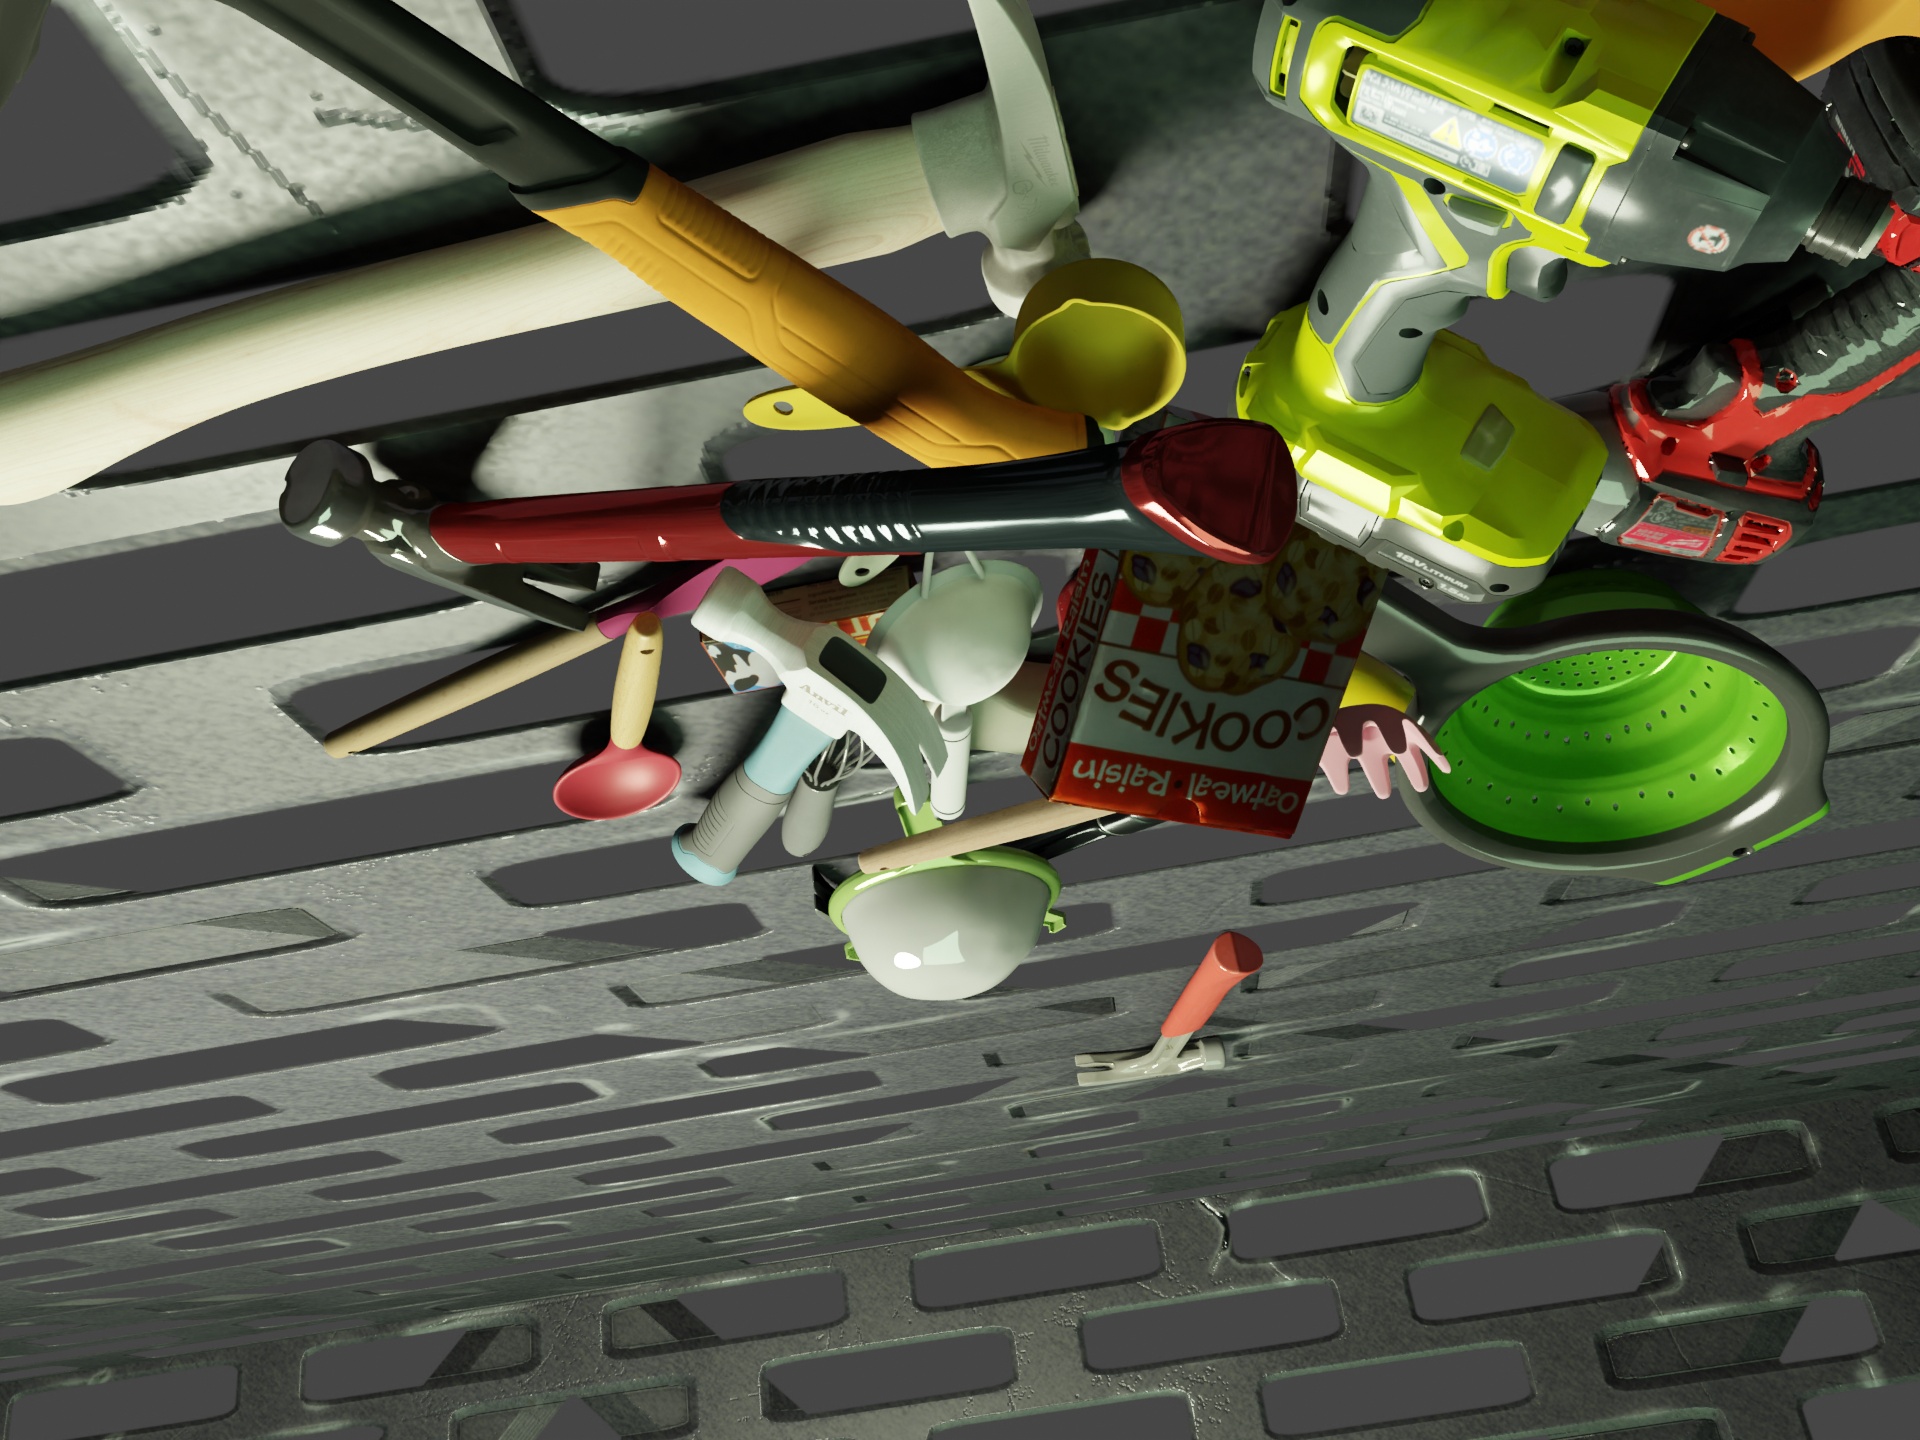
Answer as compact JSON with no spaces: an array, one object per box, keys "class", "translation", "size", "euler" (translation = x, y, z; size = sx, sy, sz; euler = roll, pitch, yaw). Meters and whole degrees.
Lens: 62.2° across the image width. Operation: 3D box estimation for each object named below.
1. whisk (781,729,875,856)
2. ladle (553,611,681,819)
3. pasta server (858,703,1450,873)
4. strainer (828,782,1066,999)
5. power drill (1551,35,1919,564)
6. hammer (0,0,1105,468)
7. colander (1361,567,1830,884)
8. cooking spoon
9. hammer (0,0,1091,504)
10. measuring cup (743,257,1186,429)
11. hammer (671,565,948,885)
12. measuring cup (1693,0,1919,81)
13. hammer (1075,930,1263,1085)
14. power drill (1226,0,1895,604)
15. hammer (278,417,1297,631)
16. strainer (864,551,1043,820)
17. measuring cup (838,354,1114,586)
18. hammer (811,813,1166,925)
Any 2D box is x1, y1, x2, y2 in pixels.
[{"class":"whisk","translation":[-0.079,0.032,0.881],"size":[0.055,0.055,0.238],"euler":[-2,157,-13]},{"class":"ladle","translation":[-0.157,0.002,0.748],"size":[0.069,0.031,0.315],"euler":[-11,169,-17]},{"class":"pasta server","translation":[0.087,0.044,0.818],"size":[0.316,0.040,0.060],"euler":[-16,152,22]},{"class":"strainer","translation":[-0.011,0.115,0.966],"size":[0.151,0.069,0.256],"euler":[-8,153,2]},{"class":"power drill","translation":[0.305,-0.141,0.587],"size":[0.143,0.079,0.219],"euler":[8,148,-17]},{"class":"hammer","translation":[-0.093,-0.137,0.460],"size":[0.336,0.034,0.127],"euler":[27,133,-30]},{"class":"colander","translation":[0.263,-0.046,0.797],"size":[0.396,0.095,0.204],"euler":[27,139,-23]},{"class":"cooking spoon","translation":[-0.184,-0.037,0.738],"size":[0.319,0.017,0.068],"euler":[-21,176,25]},{"class":"hammer","translation":[-0.168,-0.143,0.514],"size":[0.410,0.038,0.146],"euler":[-12,152,9]},{"class":"measuring cup","translation":[-0.001,-0.122,0.537],"size":[0.156,0.029,0.062],"euler":[-4,148,20]},{"class":"hammer","translation":[-0.100,0.029,0.798],"size":[0.128,0.033,0.331],"euler":[33,154,-6]},{"class":"measuring cup","translation":[0.263,-0.225,0.459],"size":[0.173,0.052,0.095],"euler":[0,152,-21]},{"class":"hammer","translation":[0.199,0.267,1.442],"size":[0.149,0.037,0.358],"euler":[-5,154,-6]},{"class":"power drill","translation":[0.169,-0.134,0.509],"size":[0.171,0.080,0.223],"euler":[30,161,14]},{"class":"hammer","translation":[-0.063,-0.062,0.534],"size":[0.386,0.038,0.143],"euler":[3,168,38]},{"class":"strainer","translation":[-0.001,-0.002,0.753],"size":[0.087,0.050,0.258],"euler":[-21,156,-12]},{"class":"measuring cup","translation":[-0.002,-0.088,0.667],"size":[0.083,0.038,0.167],"euler":[12,145,-35]},{"class":"hammer","translation":[0.081,0.067,1.011],"size":[0.409,0.036,0.149],"euler":[-26,148,31]}]
